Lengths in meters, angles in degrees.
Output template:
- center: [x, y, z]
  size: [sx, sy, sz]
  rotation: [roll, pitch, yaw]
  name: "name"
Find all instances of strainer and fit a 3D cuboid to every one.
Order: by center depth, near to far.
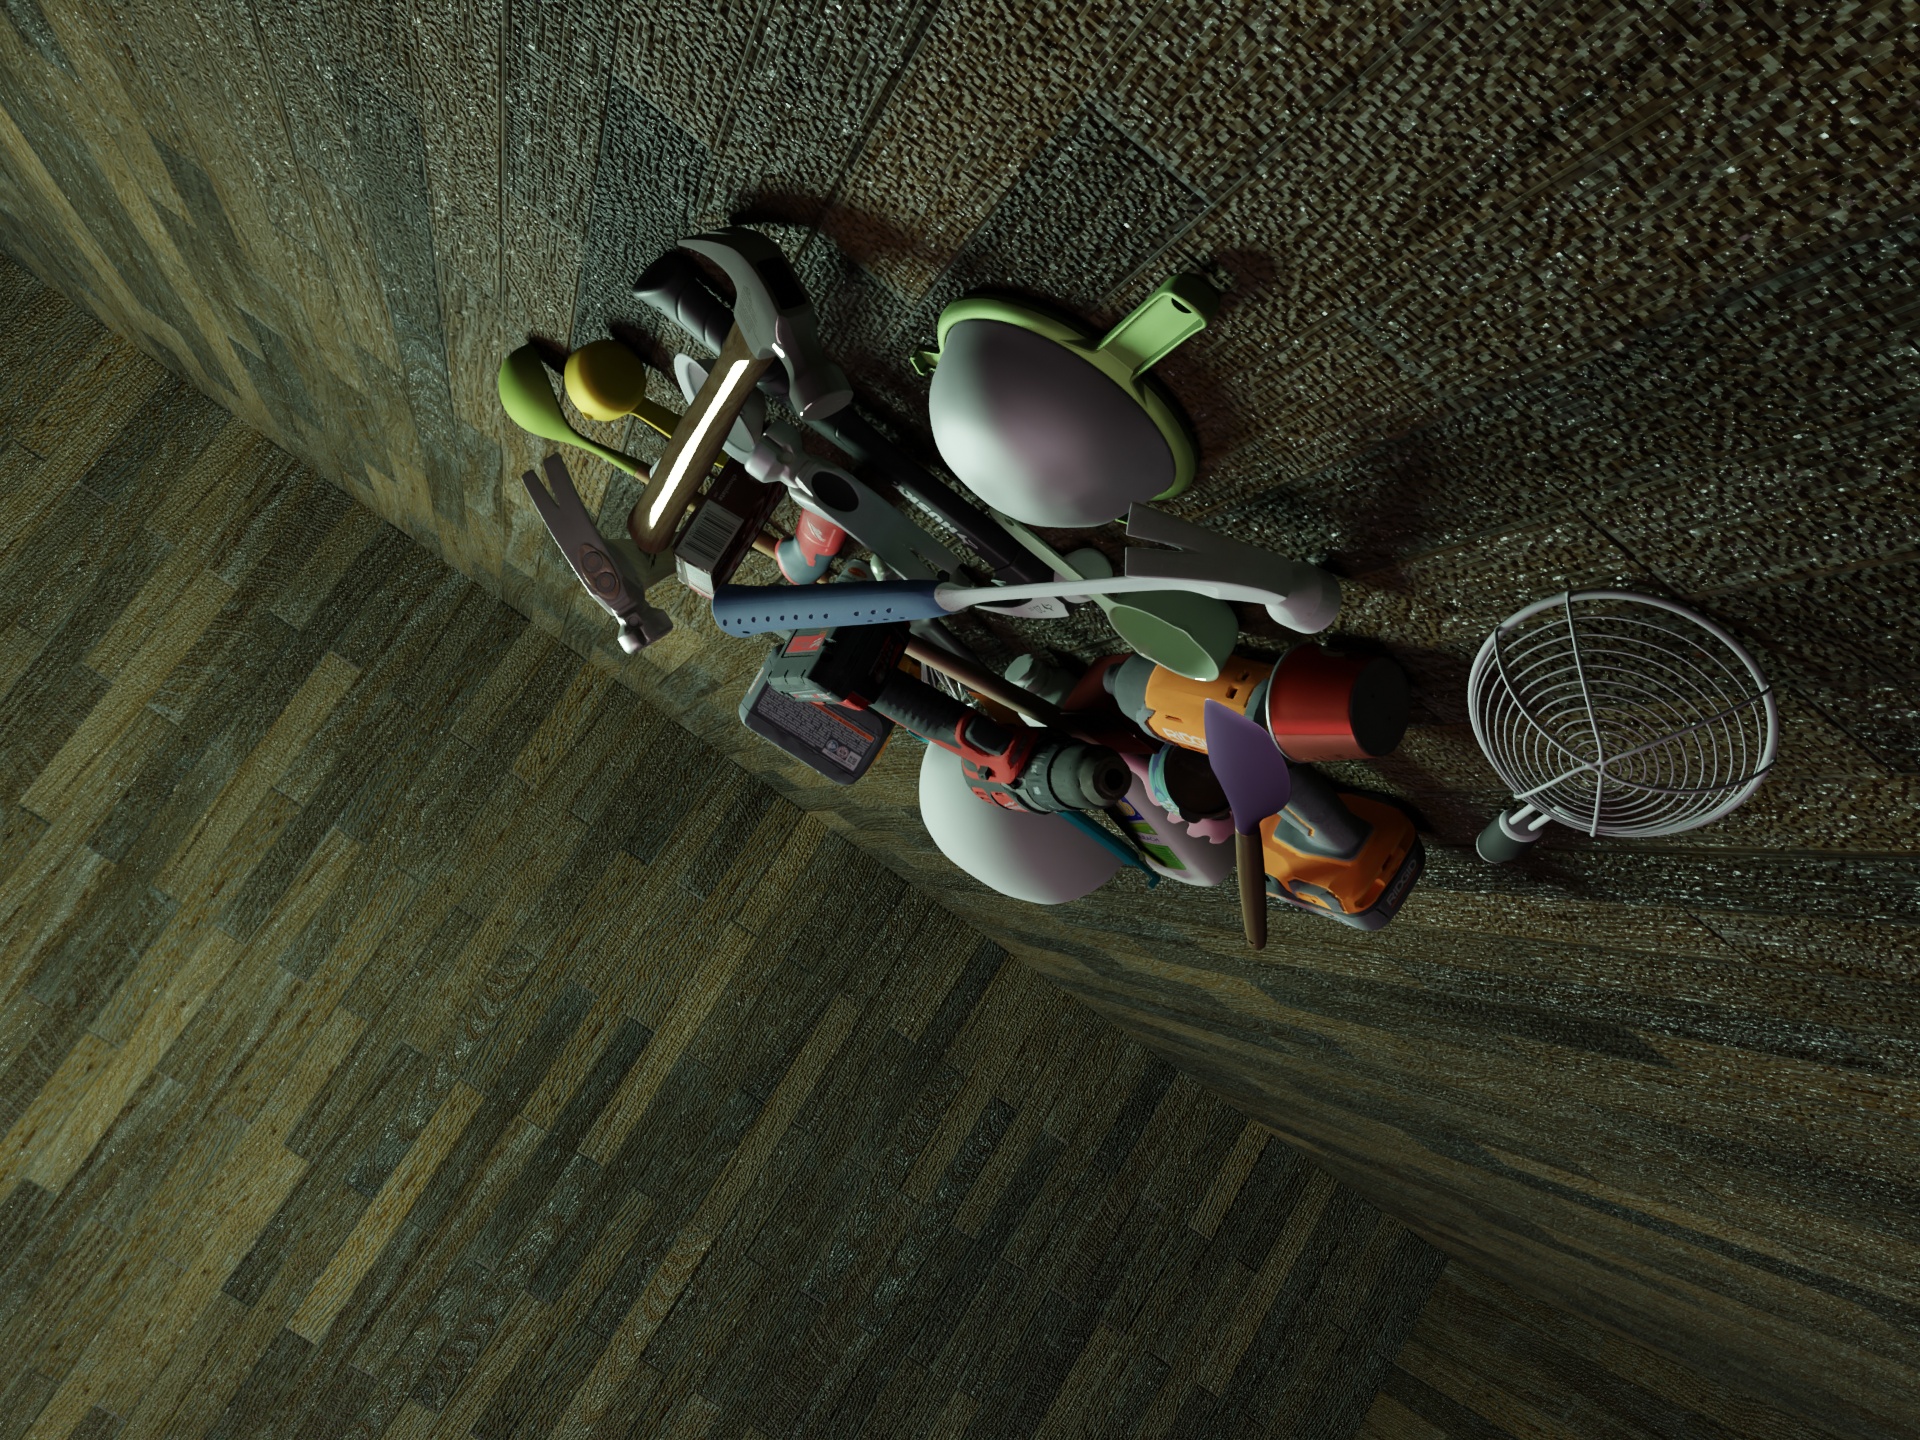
- center: [0.051, -0.141, 0.743]
  size: [0.151, 0.069, 0.256]
  rotation: [36, 169, -10]
  name: "strainer"
- center: [-0.182, -0.202, 1.112]
  size: [0.087, 0.050, 0.258]
  rotation: [54, 156, -9]
  name: "strainer"
- center: [0.011, 0.077, 1.390]
  size: [0.210, 0.095, 0.341]
  rotation: [36, 176, -29]
  name: "strainer"

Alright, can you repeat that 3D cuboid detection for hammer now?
- center: [-0.002, -0.072, 0.890]
  size: [0.406, 0.035, 0.144]
  rotation: [0, 171, 43]
  name: "hammer"
- center: [-0.153, -0.177, 0.948]
  size: [0.130, 0.031, 0.331]
  rotation: [65, 152, 5]
  name: "hammer"
- center: [-0.062, -0.173, 0.997]
  size: [0.334, 0.035, 0.146]
  rotation: [37, 167, -14]
  name: "hammer"
- center: [-0.090, -0.124, 1.146]
  size: [0.143, 0.038, 0.386]
  rotation: [37, 174, -6]
  name: "hammer"
- center: [-0.246, -0.142, 1.293]
  size: [0.146, 0.038, 0.411]
  rotation: [58, -174, -6]
  name: "hammer"
- center: [0.023, -0.018, 1.302]
  size: [0.127, 0.034, 0.336]
  rotation: [-11, 148, 28]
  name: "hammer"

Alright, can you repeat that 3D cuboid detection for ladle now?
- center: [-0.242, -0.209, 1.340]
  size: [0.320, 0.062, 0.078]
  rotation: [30, 174, -16]
  name: "ladle"

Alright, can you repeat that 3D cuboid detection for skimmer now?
- center: [0.310, 0.022, 0.815]
  size: [0.127, 0.090, 0.363]
  rotation: [28, 177, 15]
  name: "skimmer"

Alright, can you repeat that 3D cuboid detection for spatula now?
- center: [0.186, 0.080, 1.014]
  size: [0.060, 0.018, 0.315]
  rotation: [32, 160, 27]
  name: "spatula"

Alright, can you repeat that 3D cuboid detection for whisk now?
- center: [-0.027, -0.066, 1.306]
  size: [0.059, 0.058, 0.246]
  rotation: [62, 180, 33]
  name: "whisk"

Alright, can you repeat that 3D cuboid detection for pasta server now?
- center: [0.079, 0.004, 1.182]
  size: [0.316, 0.060, 0.040]
  rotation: [27, 175, -1]
  name: "pasta server"

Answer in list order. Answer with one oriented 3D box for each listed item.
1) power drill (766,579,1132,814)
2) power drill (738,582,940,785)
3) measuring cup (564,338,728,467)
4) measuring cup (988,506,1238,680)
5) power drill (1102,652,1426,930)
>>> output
- center: [-0.002, -0.003, 1.082]
  size: [0.226, 0.080, 0.188]
  rotation: [32, 169, -21]
  name: "power drill"
- center: [-0.121, -0.044, 1.383]
  size: [0.185, 0.084, 0.226]
  rotation: [32, -160, -1]
  name: "power drill"
- center: [-0.218, -0.228, 1.178]
  size: [0.156, 0.062, 0.029]
  rotation: [28, 159, -32]
  name: "measuring cup"
- center: [0.092, -0.086, 0.936]
  size: [0.167, 0.038, 0.083]
  rotation: [37, 168, -5]
  name: "measuring cup"
- center: [0.194, 0.035, 1.047]
  size: [0.164, 0.084, 0.226]
  rotation: [18, 156, 51]
  name: "power drill"
